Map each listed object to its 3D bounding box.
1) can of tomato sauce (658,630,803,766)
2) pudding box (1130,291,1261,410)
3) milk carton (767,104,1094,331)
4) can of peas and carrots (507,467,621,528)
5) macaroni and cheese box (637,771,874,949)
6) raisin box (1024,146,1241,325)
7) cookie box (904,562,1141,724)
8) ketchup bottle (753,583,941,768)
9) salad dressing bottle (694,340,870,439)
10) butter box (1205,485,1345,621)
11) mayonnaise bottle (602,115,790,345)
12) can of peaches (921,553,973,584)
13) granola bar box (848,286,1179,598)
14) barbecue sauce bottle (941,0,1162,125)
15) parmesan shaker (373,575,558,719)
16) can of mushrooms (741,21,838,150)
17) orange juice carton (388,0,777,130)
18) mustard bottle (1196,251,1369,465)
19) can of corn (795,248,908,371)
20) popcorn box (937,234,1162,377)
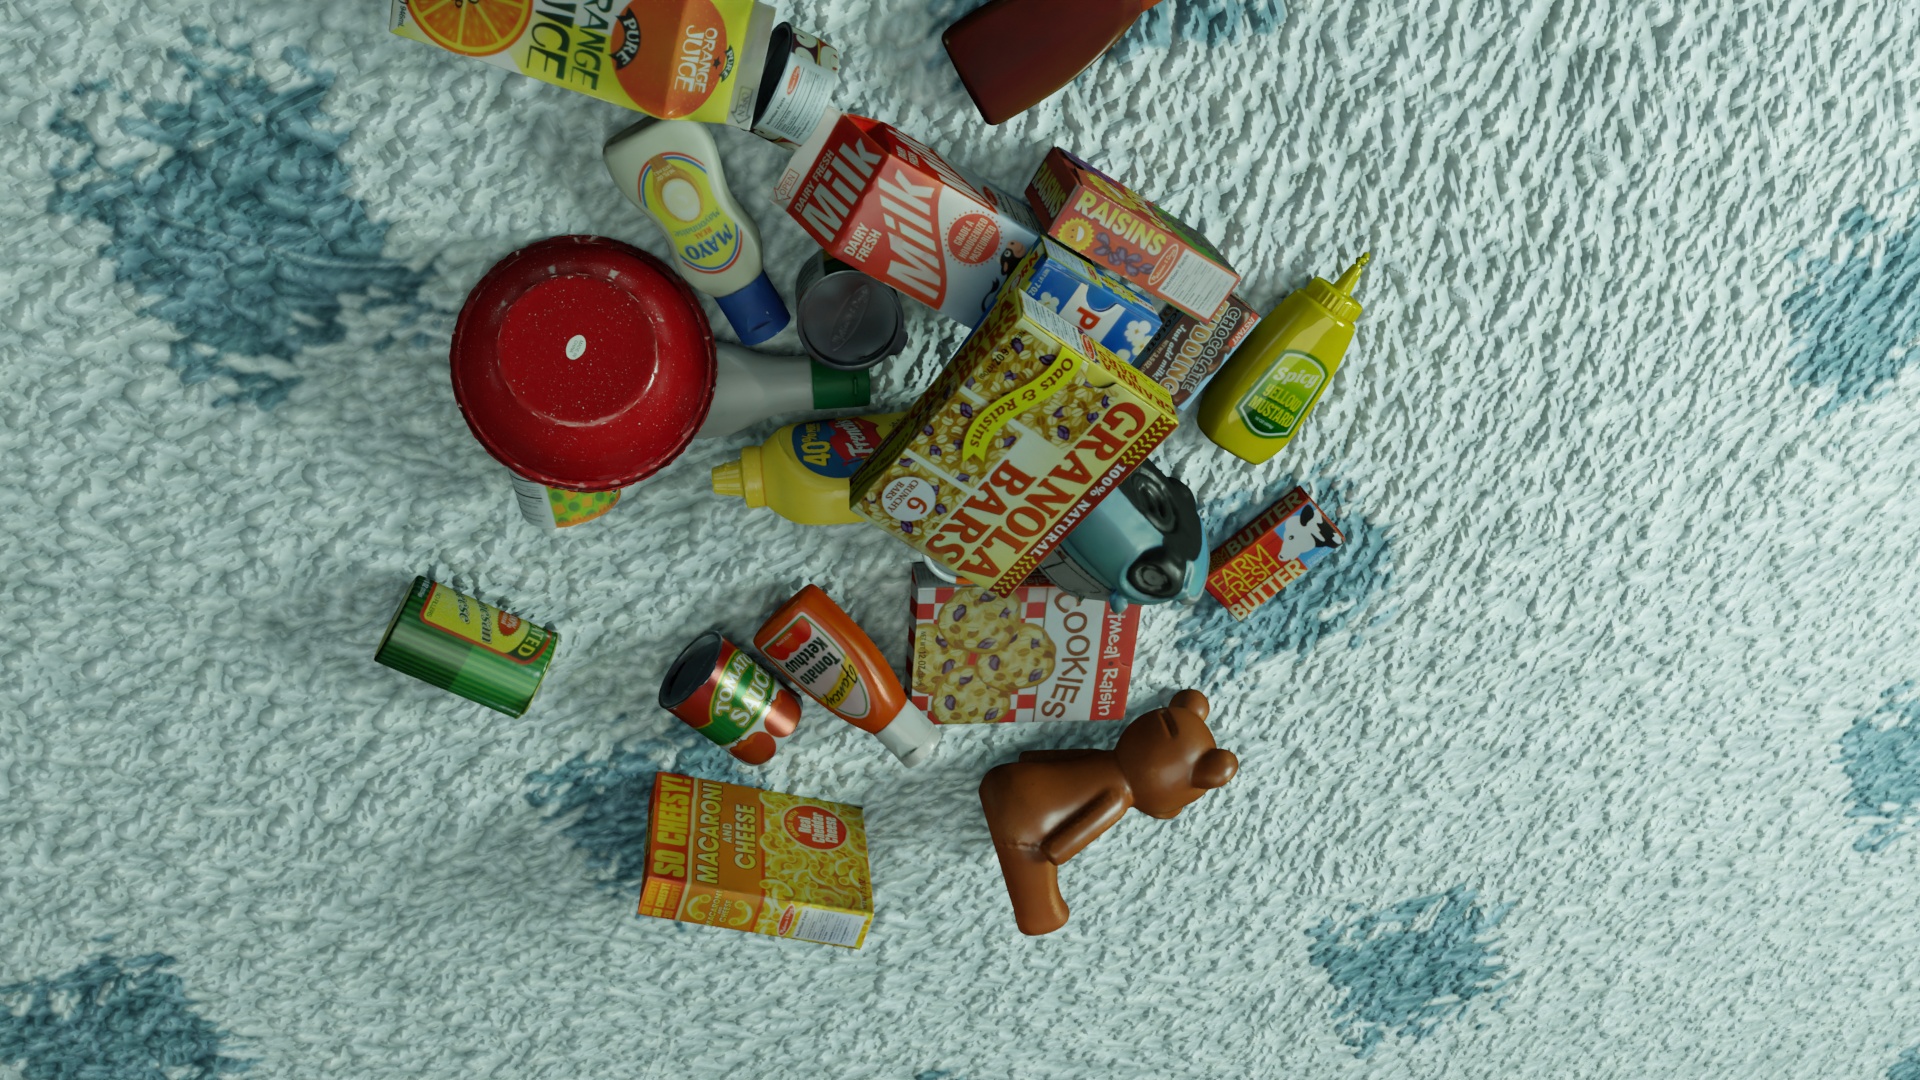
[{"bbox_3d":[-0.165,0.116,1.009,0.071,0.071,0.083,-41,118,14],"label":"can of tomato sauce"},{"bbox_3d":[0.156,-0.135,0.941,0.049,0.030,0.083,31,111,-24],"label":"pudding box"},{"bbox_3d":[-0.018,-0.192,0.855,0.190,0.074,0.072,26,115,-21],"label":"milk carton"},{"bbox_3d":[-0.258,-0.050,0.905,0.071,0.071,0.058,-9,121,-4],"label":"can of peas and carrots"},{"bbox_3d":[-0.154,0.241,1.049,0.166,0.124,0.040,13,115,-15],"label":"macaroni and cheese box"},{"bbox_3d":[0.106,-0.192,0.869,0.123,0.086,0.040,25,115,-21],"label":"raisin box"},{"bbox_3d":[0.045,0.077,1.037,0.168,0.040,0.122,0,119,-9],"label":"cookie box"},{"bbox_3d":[-0.077,0.102,1.006,0.148,0.044,0.064,45,118,-9],"label":"ketchup bottle"},{"bbox_3d":[-0.134,-0.101,0.908,0.148,0.044,0.064,-4,111,-8],"label":"salad dressing bottle"},{"bbox_3d":[0.230,0.011,1.037,0.103,0.024,0.053,-39,118,13],"label":"butter box"},{"bbox_3d":[-0.155,-0.190,0.855,0.065,0.041,0.147,-27,119,5],"label":"mayonnaise bottle"},{"bbox_3d":[0.003,-0.012,0.970,0.071,0.058,0.071,-4,120,-6],"label":"can of peaches"},{"bbox_3d":[0.030,-0.053,0.838,0.124,0.039,0.165,30,118,-25],"label":"granola bar box"},{"bbox_3d":[0.066,-0.309,0.822,0.148,0.044,0.064,-29,120,7],"label":"barbecue sauce bottle"},{"bbox_3d":[-0.340,0.075,0.957,0.103,0.071,0.071,27,112,-22],"label":"parmesan shaker"},{"bbox_3d":[-0.101,-0.264,0.808,0.033,0.071,0.070,18,116,-29],"label":"can of mushrooms"},{"bbox_3d":[-0.201,-0.287,0.760,0.193,0.073,0.071,16,116,-7],"label":"orange juice carton"},{"bbox_3d":[0.227,-0.128,0.944,0.065,0.049,0.159,24,113,-22],"label":"mustard bottle"},{"bbox_3d":[-0.069,-0.148,0.882,0.071,0.058,0.070,-4,119,-7],"label":"can of corn"},{"bbox_3d":[0.049,-0.111,0.847,0.085,0.038,0.126,26,120,-21],"label":"popcorn box"}]
